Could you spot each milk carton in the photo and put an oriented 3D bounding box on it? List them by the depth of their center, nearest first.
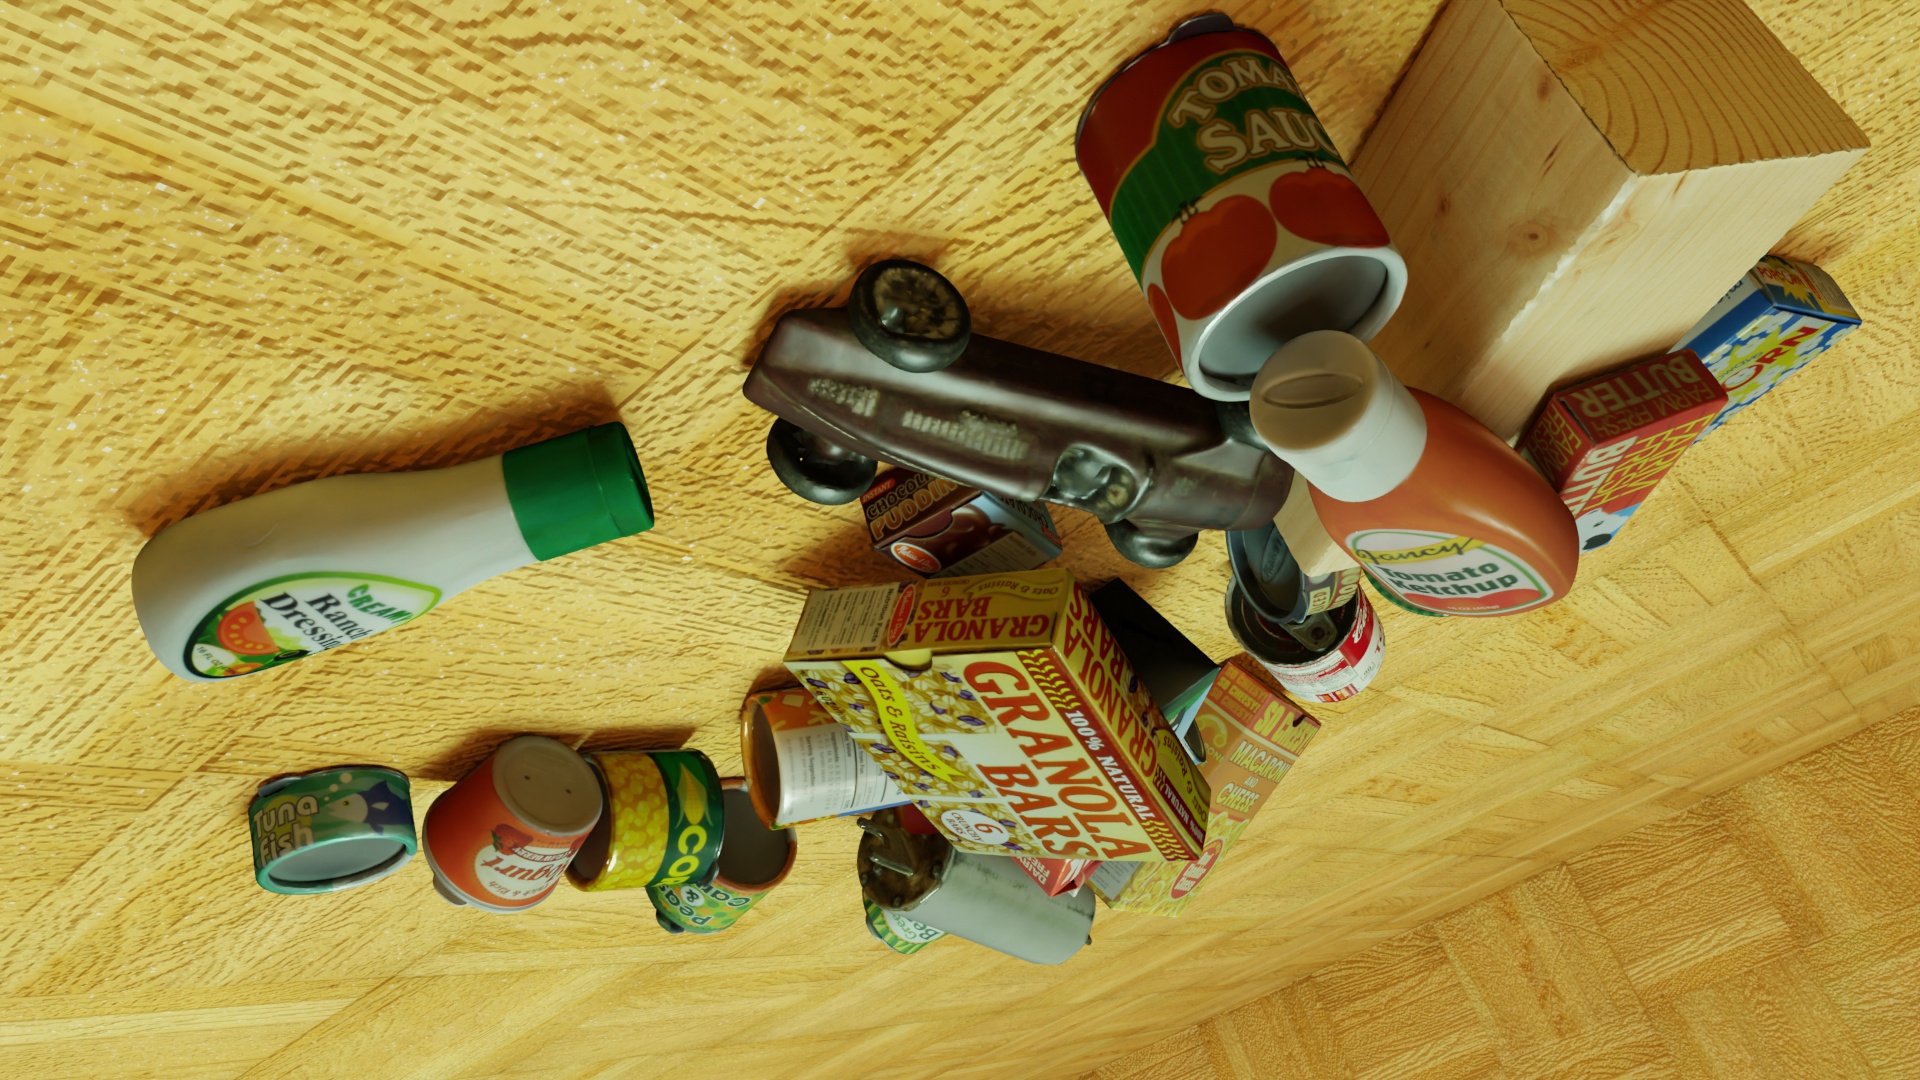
[{"bbox_3d":[0.058,0.116,0.724,0.074,0.072,0.189,-29,151,-35],"label":"milk carton"}]

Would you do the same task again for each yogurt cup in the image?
[{"bbox_3d":[-0.198,0.124,0.624,0.072,0.072,0.053,12,130,-47],"label":"yogurt cup"}]

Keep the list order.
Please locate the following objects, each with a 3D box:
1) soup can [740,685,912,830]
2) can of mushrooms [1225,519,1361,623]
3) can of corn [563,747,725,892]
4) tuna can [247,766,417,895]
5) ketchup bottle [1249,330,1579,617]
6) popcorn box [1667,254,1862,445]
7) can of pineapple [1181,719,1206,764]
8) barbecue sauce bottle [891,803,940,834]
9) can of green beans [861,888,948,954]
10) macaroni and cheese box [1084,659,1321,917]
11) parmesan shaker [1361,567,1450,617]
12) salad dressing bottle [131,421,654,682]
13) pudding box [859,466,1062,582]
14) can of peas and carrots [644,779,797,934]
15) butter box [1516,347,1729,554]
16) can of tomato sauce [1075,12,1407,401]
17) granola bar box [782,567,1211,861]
[{"bbox_3d":[-0.059,0.100,0.678,0.084,0.071,0.071,-6,150,-26],"label":"soup can"},{"bbox_3d":[0.154,0.005,0.641,0.033,0.071,0.070,-14,152,-17],"label":"can of mushrooms"},{"bbox_3d":[-0.154,0.135,0.666,0.058,0.071,0.071,6,143,-41],"label":"can of corn"},{"bbox_3d":[-0.275,0.127,0.607,0.071,0.033,0.070,-17,154,-9],"label":"tuna can"},{"bbox_3d":[0.135,-0.017,0.418,0.064,0.043,0.148,-4,159,38],"label":"ketchup bottle"},{"bbox_3d":[0.340,-0.079,0.654,0.085,0.038,0.126,-1,147,-36],"label":"popcorn box"},{"bbox_3d":[0.102,0.109,0.807,0.058,0.071,0.071,-28,152,15],"label":"can of pineapple"},{"bbox_3d":[-0.008,0.117,0.767,0.065,0.044,0.147,-20,153,-13],"label":"barbecue sauce bottle"},{"bbox_3d":[-0.026,0.246,0.969,0.057,0.071,0.071,-35,150,25],"label":"can of green beans"},{"bbox_3d":[0.158,0.165,0.900,0.166,0.040,0.123,-54,147,4],"label":"macaroni and cheese box"},{"bbox_3d":[0.217,-0.012,0.622,0.071,0.071,0.103,-35,176,26],"label":"parmesan shaker"},{"bbox_3d":[-0.172,0.001,0.432,0.148,0.044,0.064,-18,155,-6],"label":"salad dressing bottle"},{"bbox_3d":[0.002,-0.007,0.557,0.049,0.030,0.083,-28,152,17],"label":"pudding box"},{"bbox_3d":[-0.132,0.173,0.753,0.071,0.071,0.058,5,143,-40],"label":"can of peas and carrots"},{"bbox_3d":[0.218,-0.023,0.485,0.053,0.024,0.103,-19,154,-8],"label":"butter box"},{"bbox_3d":[0.079,-0.092,0.392,0.071,0.083,0.071,-16,153,-8],"label":"can of tomato sauce"},{"bbox_3d":[0.020,0.080,0.589,0.124,0.039,0.165,-6,138,30],"label":"granola bar box"}]
